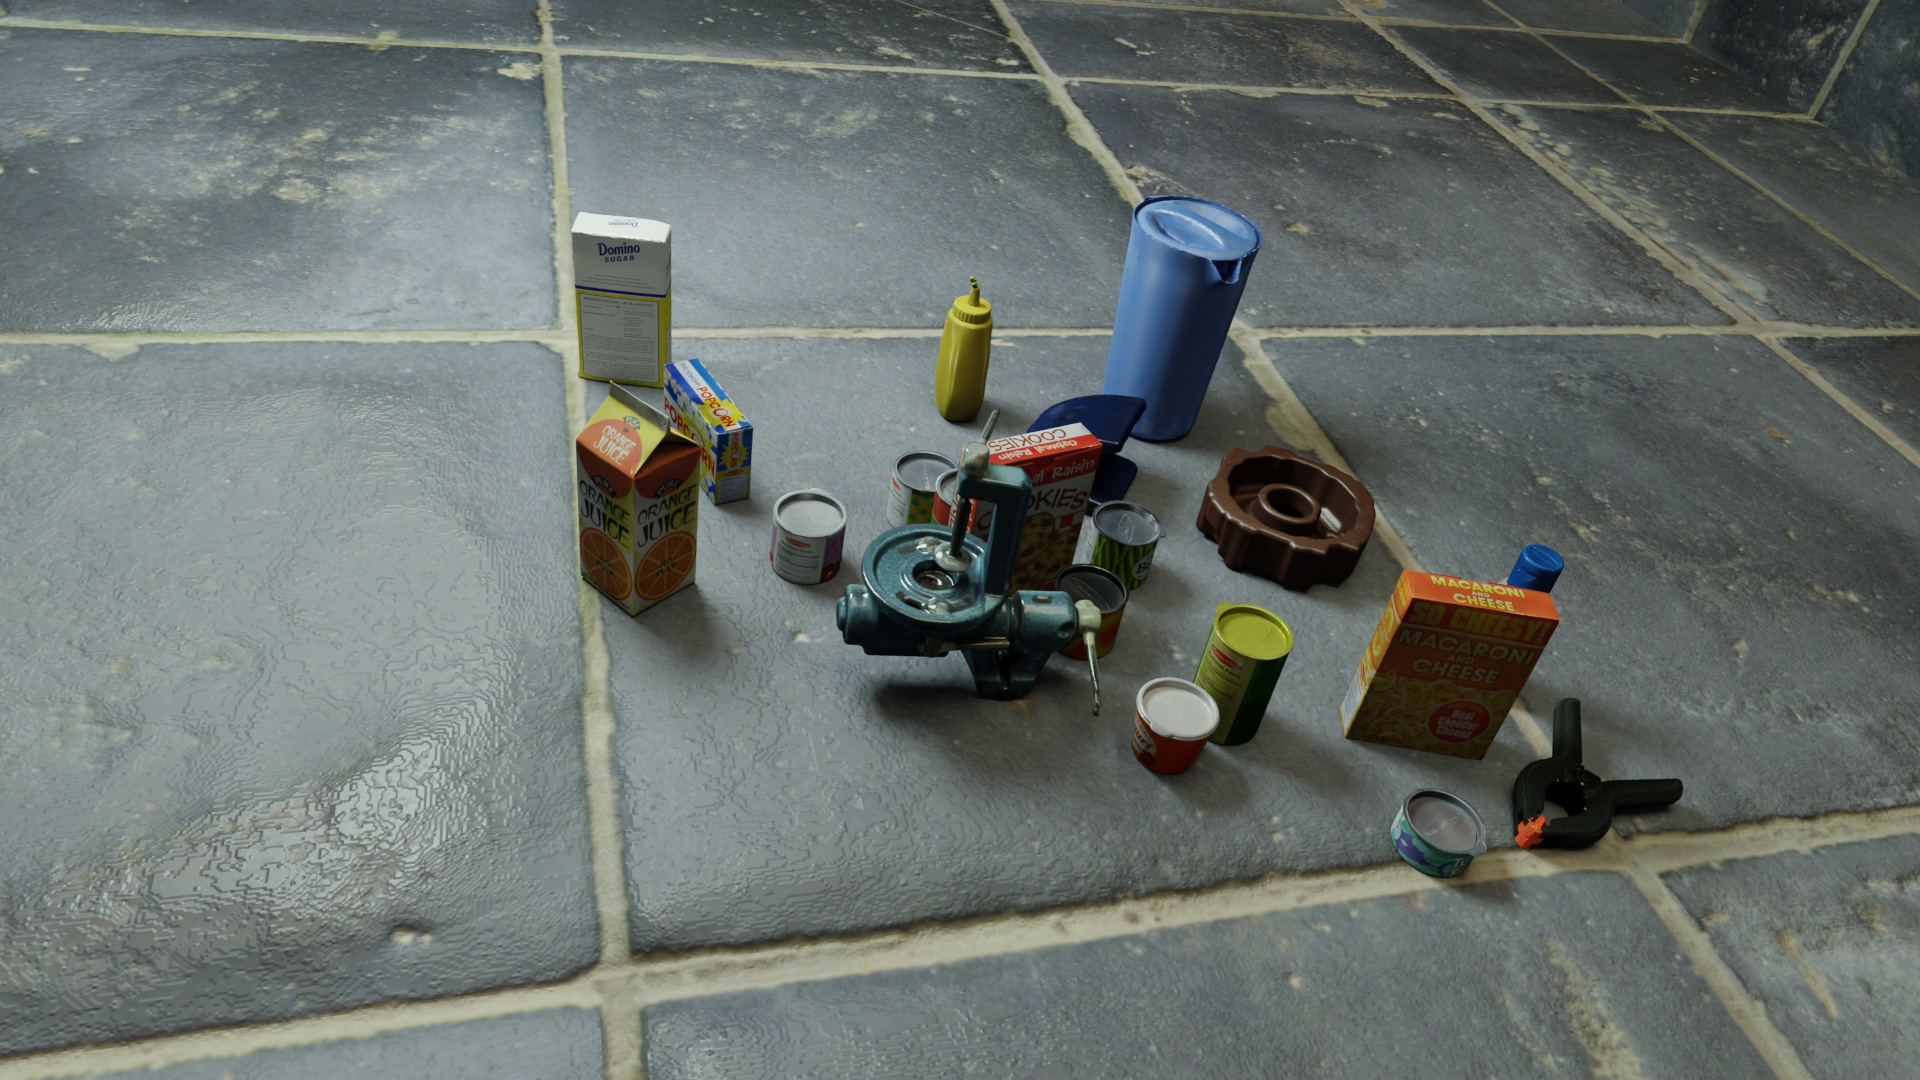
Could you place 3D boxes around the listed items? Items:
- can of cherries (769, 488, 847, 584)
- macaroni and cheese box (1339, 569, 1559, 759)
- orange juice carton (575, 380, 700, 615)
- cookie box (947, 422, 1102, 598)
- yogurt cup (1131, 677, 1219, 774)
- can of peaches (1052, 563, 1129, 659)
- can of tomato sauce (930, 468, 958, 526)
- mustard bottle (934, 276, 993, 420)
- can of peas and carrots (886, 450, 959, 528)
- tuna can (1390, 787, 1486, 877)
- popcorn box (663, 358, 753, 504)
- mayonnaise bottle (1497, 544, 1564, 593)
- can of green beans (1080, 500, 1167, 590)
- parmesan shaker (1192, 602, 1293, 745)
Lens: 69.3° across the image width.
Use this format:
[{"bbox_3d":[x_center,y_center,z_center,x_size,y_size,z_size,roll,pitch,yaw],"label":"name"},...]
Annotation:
[{"bbox_3d":[-0.136,-0.004,1.252,0.071,0.058,0.072,7,39,-5],"label":"can of cherries"},{"bbox_3d":[0.403,0.105,1.159,0.124,0.165,0.040,9,38,-2],"label":"macaroni and cheese box"},{"bbox_3d":[-0.268,-0.039,1.157,0.072,0.191,0.073,33,43,25],"label":"orange juice carton"},{"bbox_3d":[0.051,-0.017,1.226,0.123,0.166,0.040,-14,45,-28],"label":"cookie box"},{"bbox_3d":[0.172,0.153,1.134,0.072,0.053,0.073,7,39,-5],"label":"yogurt cup"},{"bbox_3d":[0.108,0.064,1.227,0.071,0.057,0.071,7,39,-5],"label":"can of peaches"},{"bbox_3d":[0.005,-0.016,1.281,0.071,0.082,0.071,7,39,-5],"label":"can of tomato sauce"},{"bbox_3d":[0.006,-0.203,1.450,0.049,0.159,0.065,-2,40,-16],"label":"mustard bottle"},{"bbox_3d":[-0.033,-0.044,1.326,0.071,0.058,0.071,7,39,-5],"label":"can of peas and carrots"},{"bbox_3d":[0.380,0.233,1.101,0.071,0.032,0.071,7,39,-5],"label":"tuna can"},{"bbox_3d":[-0.244,-0.106,1.331,0.038,0.084,0.127,-16,46,-30],"label":"popcorn box"},{"bbox_3d":[0.489,0.070,1.237,0.041,0.147,0.065,-21,48,-33],"label":"mayonnaise bottle"},{"bbox_3d":[0.151,0.005,1.309,0.071,0.057,0.071,7,39,-5],"label":"can of green beans"},{"bbox_3d":[0.229,0.111,1.161,0.071,0.102,0.072,7,39,-5],"label":"parmesan shaker"}]
